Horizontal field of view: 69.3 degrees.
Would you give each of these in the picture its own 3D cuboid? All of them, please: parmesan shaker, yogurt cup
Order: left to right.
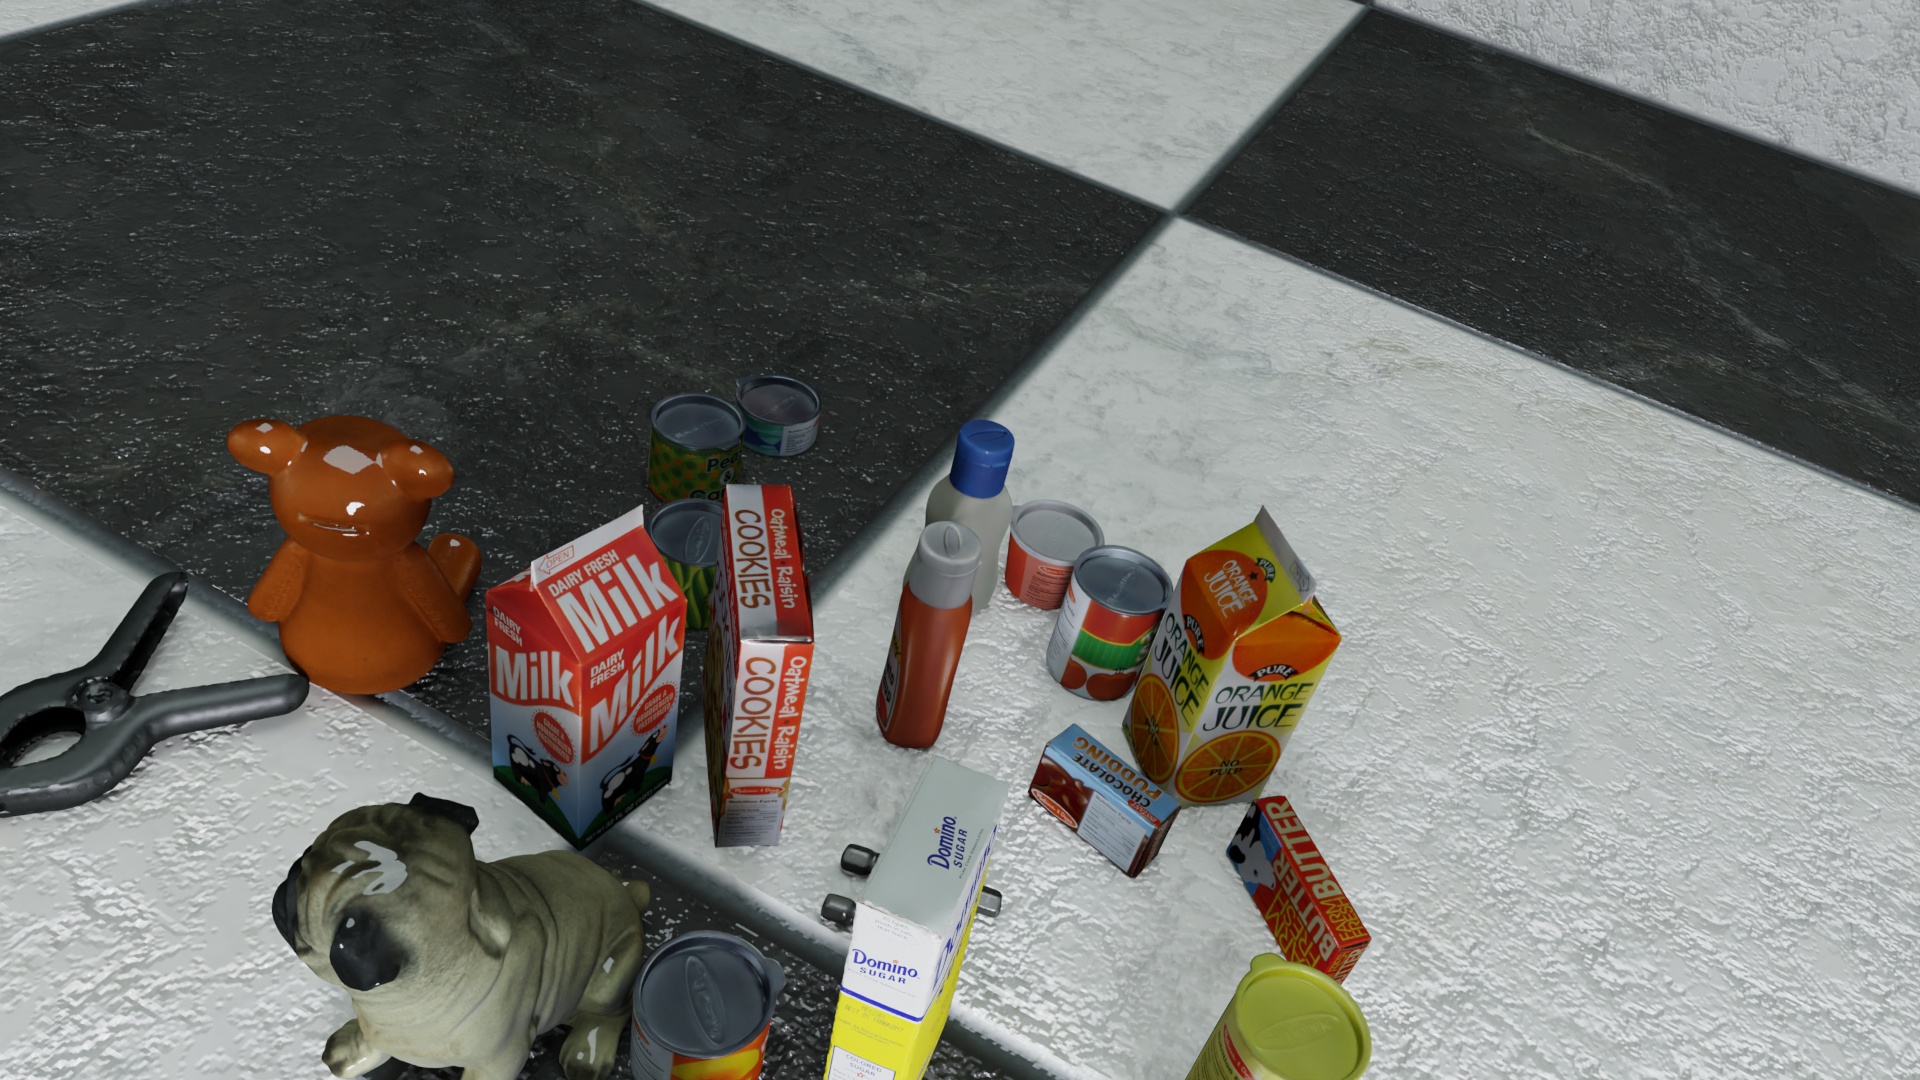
[{"bbox_3d":[0.063,0.012,0.986,0.072,0.053,0.073,9,39,-7],"label":"yogurt cup"},{"bbox_3d":[0.148,0.260,0.678,0.071,0.102,0.072,9,39,-7],"label":"parmesan shaker"}]

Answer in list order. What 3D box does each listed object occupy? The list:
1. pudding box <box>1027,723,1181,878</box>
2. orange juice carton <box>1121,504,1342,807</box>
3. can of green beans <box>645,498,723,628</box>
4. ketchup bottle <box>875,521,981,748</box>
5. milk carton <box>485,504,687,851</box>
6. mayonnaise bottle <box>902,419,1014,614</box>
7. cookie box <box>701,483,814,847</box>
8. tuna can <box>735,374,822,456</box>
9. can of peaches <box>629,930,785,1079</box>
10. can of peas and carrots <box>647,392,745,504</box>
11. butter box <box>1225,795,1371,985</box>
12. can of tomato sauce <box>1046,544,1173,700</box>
[{"bbox_3d":[0.084,0.154,0.827,0.084,0.049,0.030,35,43,24],"label":"pudding box"},{"bbox_3d":[0.165,0.073,0.836,0.073,0.191,0.072,-1,41,-18],"label":"orange juice carton"},{"bbox_3d":[-0.173,0.015,0.906,0.071,0.057,0.071,9,39,-7],"label":"can of green beans"},{"bbox_3d":[-0.019,0.055,0.834,0.043,0.148,0.065,7,40,-10],"label":"ketchup bottle"},{"bbox_3d":[-0.197,0.067,0.732,0.073,0.189,0.073,33,42,21],"label":"milk carton"},{"bbox_3d":[0.003,-0.012,0.921,0.065,0.147,0.041,-11,45,-28],"label":"mayonnaise bottle"},{"bbox_3d":[-0.115,0.070,0.773,0.040,0.166,0.123,1,41,-16],"label":"cookie box"},{"bbox_3d":[-0.144,-0.097,1.069,0.071,0.032,0.071,9,39,-7],"label":"tuna can"},{"bbox_3d":[-0.122,0.231,0.665,0.071,0.057,0.071,9,39,-7],"label":"can of peaches"},{"bbox_3d":[-0.188,-0.063,0.994,0.071,0.058,0.071,9,39,-7],"label":"can of peas and carrots"},{"bbox_3d":[0.193,0.203,0.799,0.024,0.052,0.104,-4,43,-22],"label":"butter box"},{"bbox_3d":[0.100,0.056,0.922,0.071,0.082,0.071,9,39,-7],"label":"can of tomato sauce"}]
